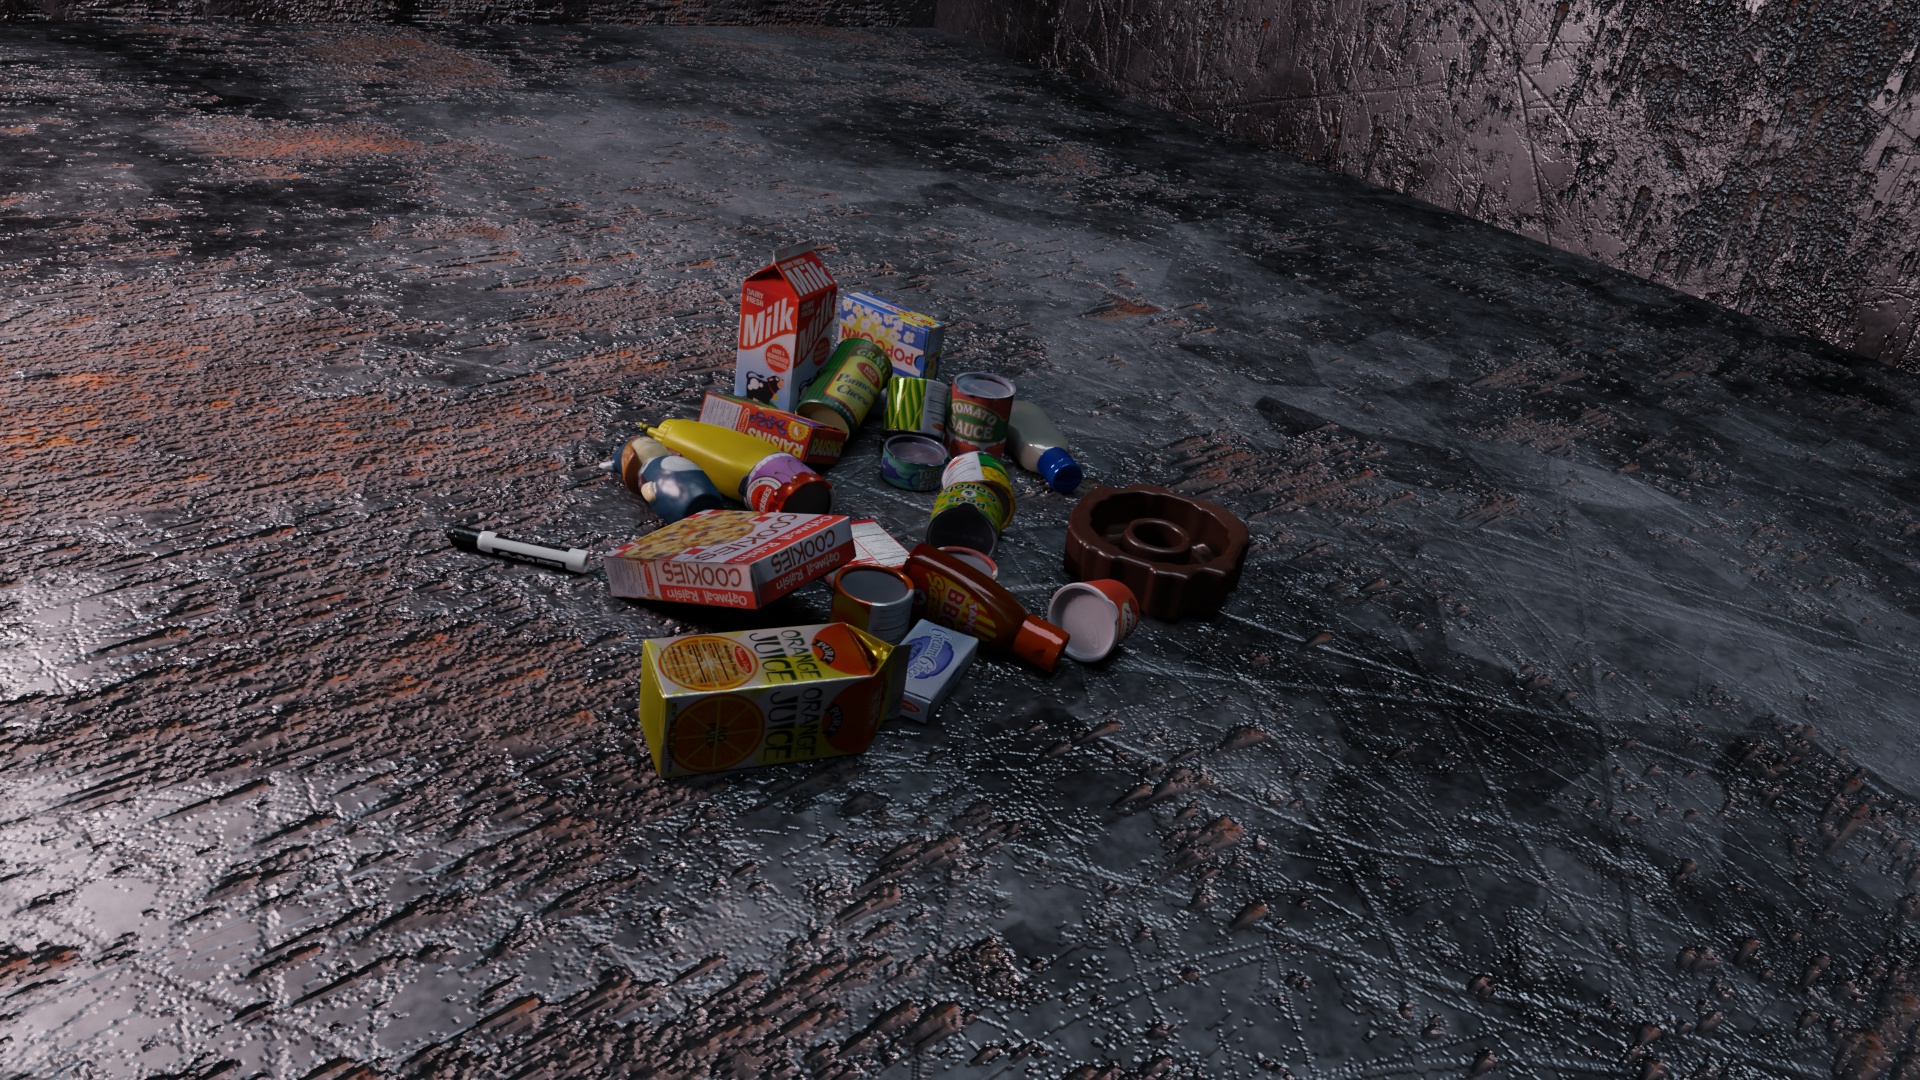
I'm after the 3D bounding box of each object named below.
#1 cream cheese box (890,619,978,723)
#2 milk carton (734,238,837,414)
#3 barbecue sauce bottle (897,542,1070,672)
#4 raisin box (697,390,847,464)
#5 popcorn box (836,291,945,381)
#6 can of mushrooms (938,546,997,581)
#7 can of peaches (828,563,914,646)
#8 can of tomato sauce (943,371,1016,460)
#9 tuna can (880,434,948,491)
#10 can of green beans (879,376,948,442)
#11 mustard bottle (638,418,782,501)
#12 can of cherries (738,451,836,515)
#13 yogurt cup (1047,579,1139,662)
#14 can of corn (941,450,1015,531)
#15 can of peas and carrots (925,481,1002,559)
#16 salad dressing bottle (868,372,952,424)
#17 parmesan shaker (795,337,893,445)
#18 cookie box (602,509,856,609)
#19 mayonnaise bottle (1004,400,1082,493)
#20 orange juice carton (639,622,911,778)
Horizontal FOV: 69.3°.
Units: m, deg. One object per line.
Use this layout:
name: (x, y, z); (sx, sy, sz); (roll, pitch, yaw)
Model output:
cream cheese box: (-0.029, 0.102, 1.103); (0.053, 0.024, 0.104); (19, 30, 15)
milk carton: (-0.183, -0.219, 1.455); (0.073, 0.189, 0.073); (22, 31, 21)
barbecue sauce bottle: (0.018, 0.060, 1.159); (0.149, 0.064, 0.044); (27, 33, 11)
raisin box: (-0.187, -0.112, 1.390); (0.123, 0.040, 0.086); (20, 6, 16)
popcorn box: (-0.083, -0.229, 1.614); (0.127, 0.084, 0.038); (25, 31, 25)
can of mushrooms: (0.000, 0.034, 1.225); (0.071, 0.033, 0.071); (7, 29, -4)
can of peaches: (-0.075, 0.058, 1.132); (0.071, 0.057, 0.071); (8, 29, -5)
can of tomato sauce: (0.018, -0.127, 1.466); (0.071, 0.082, 0.071); (8, 29, -4)
tuna can: (-0.046, -0.078, 1.410); (0.071, 0.032, 0.071); (8, 29, -4)
can of green beans: (-0.048, -0.137, 1.463); (0.071, 0.058, 0.071); (7, -5, 1)
mustard bottle: (-0.244, -0.084, 1.339); (0.160, 0.048, 0.065); (22, 32, 21)
can of cherries: (-0.158, -0.039, 1.269); (0.072, 0.071, 0.058); (-17, 40, -40)
yogurt cup: (0.116, 0.065, 1.180); (0.072, 0.072, 0.054); (28, 25, 29)
can of corn: (0.019, -0.042, 1.337); (0.071, 0.070, 0.058); (5, 30, -10)
can of peas and carrots: (0.005, -0.016, 1.277); (0.071, 0.070, 0.059); (11, 28, 1)
salad dressing bottle: (-0.070, -0.160, 1.537); (0.148, 0.043, 0.064); (13, 35, 4)
parmesan shaker: (-0.120, -0.153, 1.457); (0.071, 0.071, 0.103); (18, 52, 13)
cookie box: (-0.188, 0.014, 1.137); (0.167, 0.040, 0.123); (3, 20, 35)
mayonnaise bottle: (0.083, -0.101, 1.487); (0.065, 0.041, 0.148); (-4, 33, -23)
orange juice carton: (-0.129, 0.111, 1.005); (0.193, 0.071, 0.073); (-4, 32, -24)
